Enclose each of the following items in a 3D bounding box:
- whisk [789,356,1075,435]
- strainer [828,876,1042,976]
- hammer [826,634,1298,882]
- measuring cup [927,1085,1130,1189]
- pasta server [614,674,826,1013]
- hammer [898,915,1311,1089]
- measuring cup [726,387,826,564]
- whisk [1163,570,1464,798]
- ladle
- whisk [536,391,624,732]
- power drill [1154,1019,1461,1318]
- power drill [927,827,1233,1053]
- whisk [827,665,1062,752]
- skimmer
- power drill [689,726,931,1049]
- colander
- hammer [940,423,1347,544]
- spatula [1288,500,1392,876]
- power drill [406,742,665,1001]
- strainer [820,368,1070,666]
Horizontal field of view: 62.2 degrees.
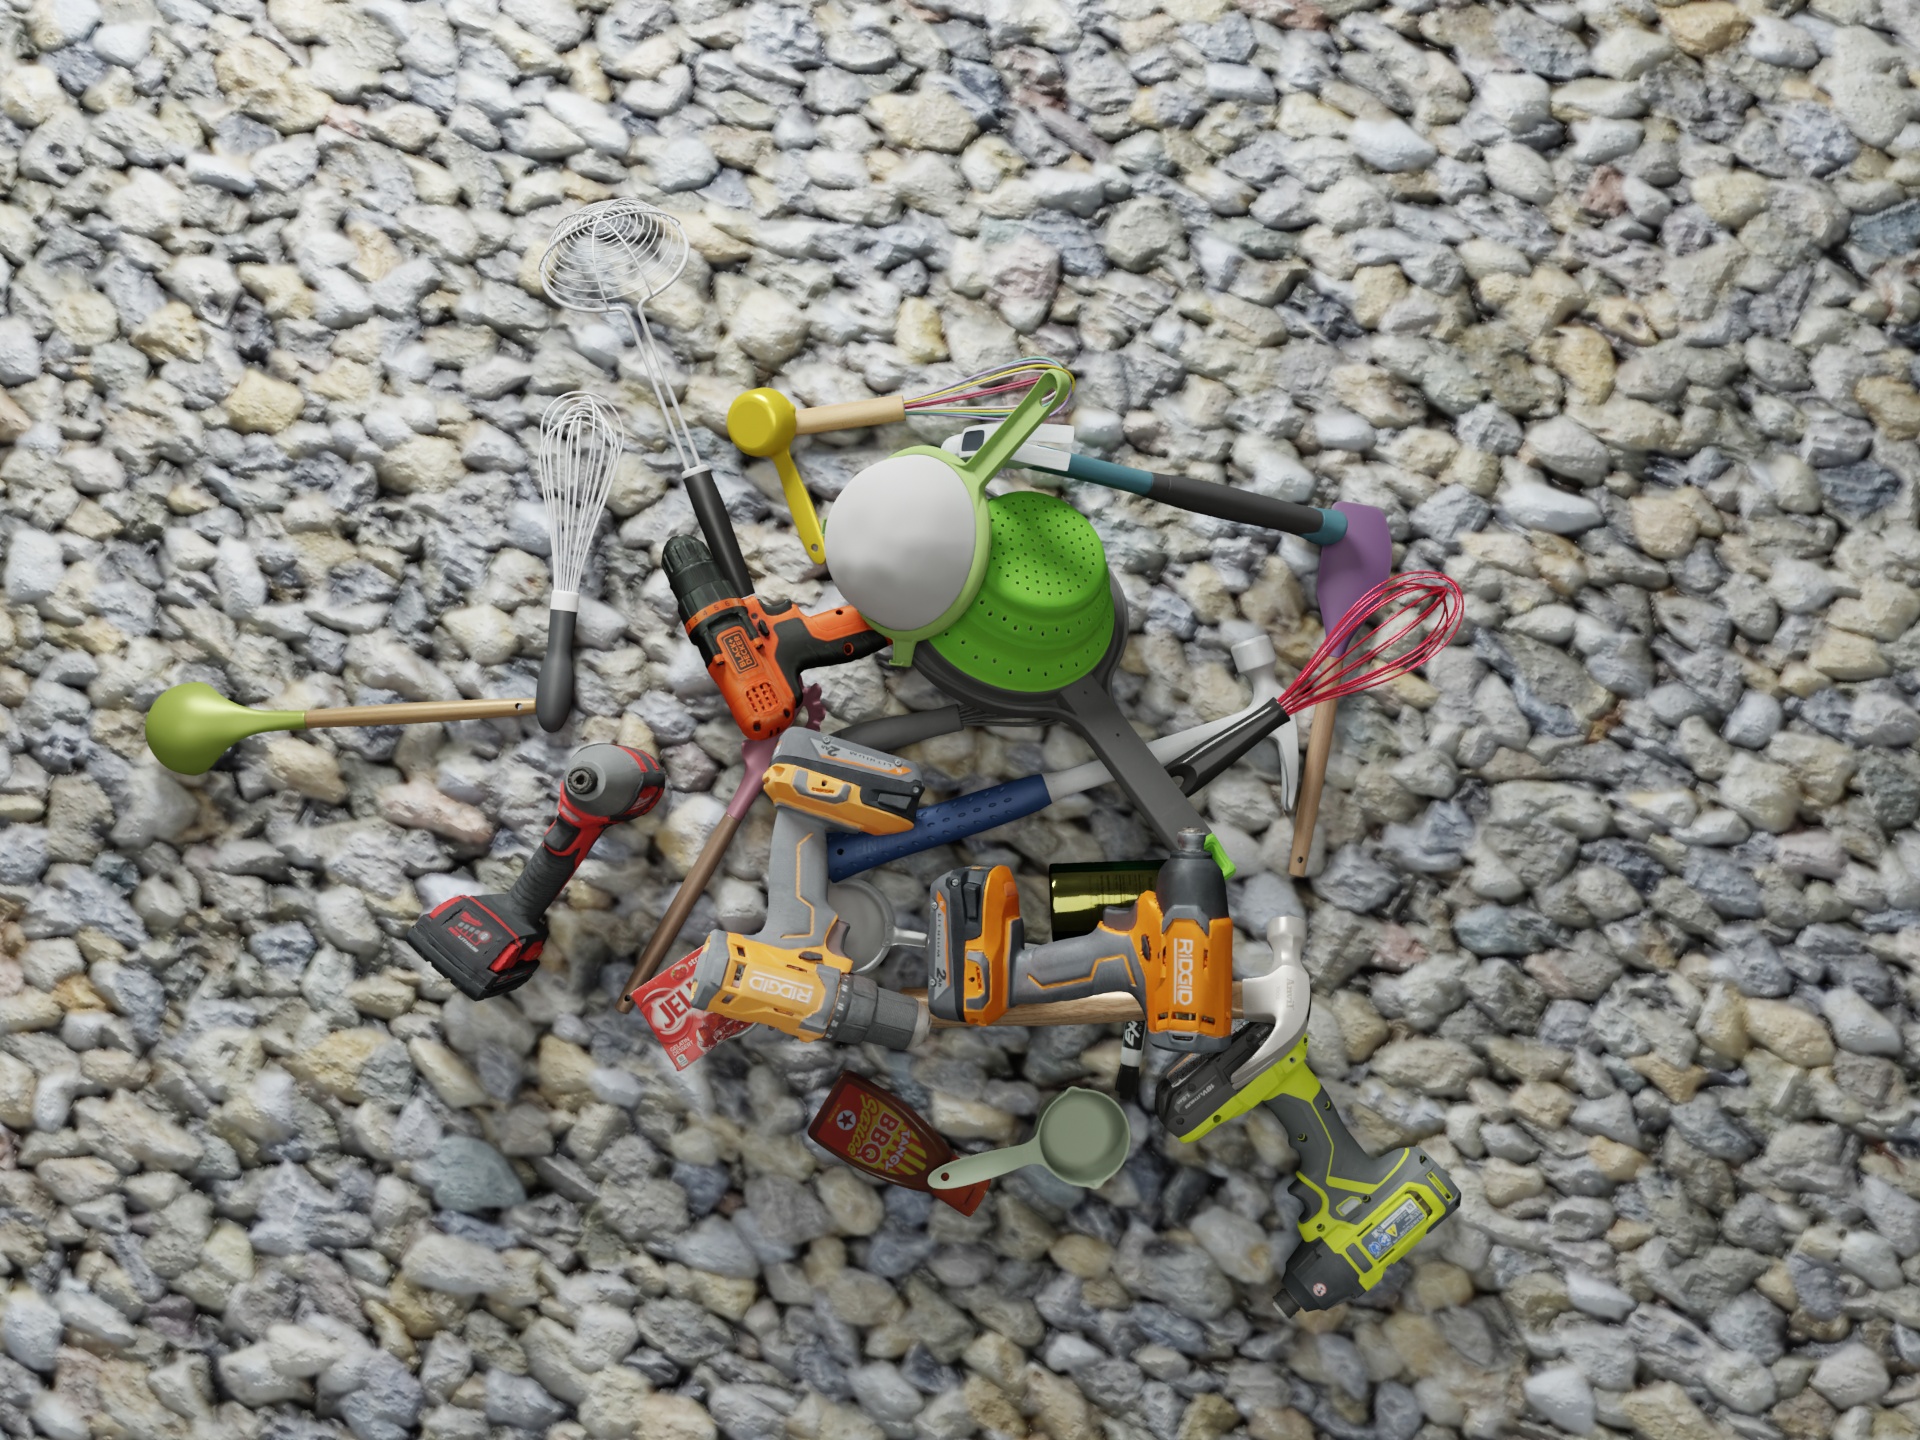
[{"bbox_3d":[-0.026,-0.268,1.330,0.245,0.047,0.051,-7,88,4],"label":"whisk"},{"bbox_3d":[-0.031,0.178,1.304,0.258,0.050,0.087,8,72,-2],"label":"strainer"},{"bbox_3d":[0.083,0.059,1.309,0.405,0.035,0.144,-18,86,0],"label":"hammer"},{"bbox_3d":[0.053,0.346,1.281,0.167,0.038,0.083,-14,85,-7],"label":"measuring cup"},{"bbox_3d":[-0.202,0.103,1.311,0.060,0.040,0.316,30,89,3],"label":"pasta server"},{"bbox_3d":[0.109,0.227,1.258,0.331,0.031,0.130,-5,58,16],"label":"hammer"},{"bbox_3d":[-0.150,-0.202,1.326,0.062,0.029,0.156,-21,92,28],"label":"measuring cup"},{"bbox_3d":[0.272,-0.021,1.266,0.296,0.073,0.073,-36,86,5],"label":"whisk"},{"bbox_3d":[-0.515,-0.001,1.329,0.320,0.062,0.078,-4,85,-6],"label":"ladle"},{"bbox_3d":[-0.324,-0.131,1.323,0.070,0.070,0.284,6,92,2],"label":"whisk"},{"bbox_3d":[0.265,0.351,1.268,0.171,0.080,0.223,-40,90,-2],"label":"power drill"},{"bbox_3d":[0.094,0.160,1.206,0.226,0.084,0.164,1,90,19],"label":"power drill"},{"bbox_3d":[-0.002,-0.005,1.312,0.239,0.055,0.055,-14,86,5],"label":"whisk"},{"bbox_3d":[-0.244,-0.265,1.341,0.127,0.090,0.363,-21,96,-6],"label":"skimmer"},{"bbox_3d":[-0.092,0.137,1.232,0.185,0.084,0.226,18,76,-12],"label":"power drill"},{"bbox_3d":[0.096,-0.048,1.230,0.204,0.094,0.397,-29,75,-29],"label":"colander"},{"bbox_3d":[0.157,-0.185,1.262,0.330,0.128,0.033,10,89,-21],"label":"hammer"},{"bbox_3d":[0.308,-0.026,1.319,0.060,0.018,0.316,12,86,1],"label":"spatula"},{"bbox_3d":[-0.329,0.111,1.262,0.078,0.143,0.219,39,90,5],"label":"power drill"},{"bbox_3d":[-0.021,-0.168,1.172,0.256,0.069,0.152,-44,61,31],"label":"strainer"}]
